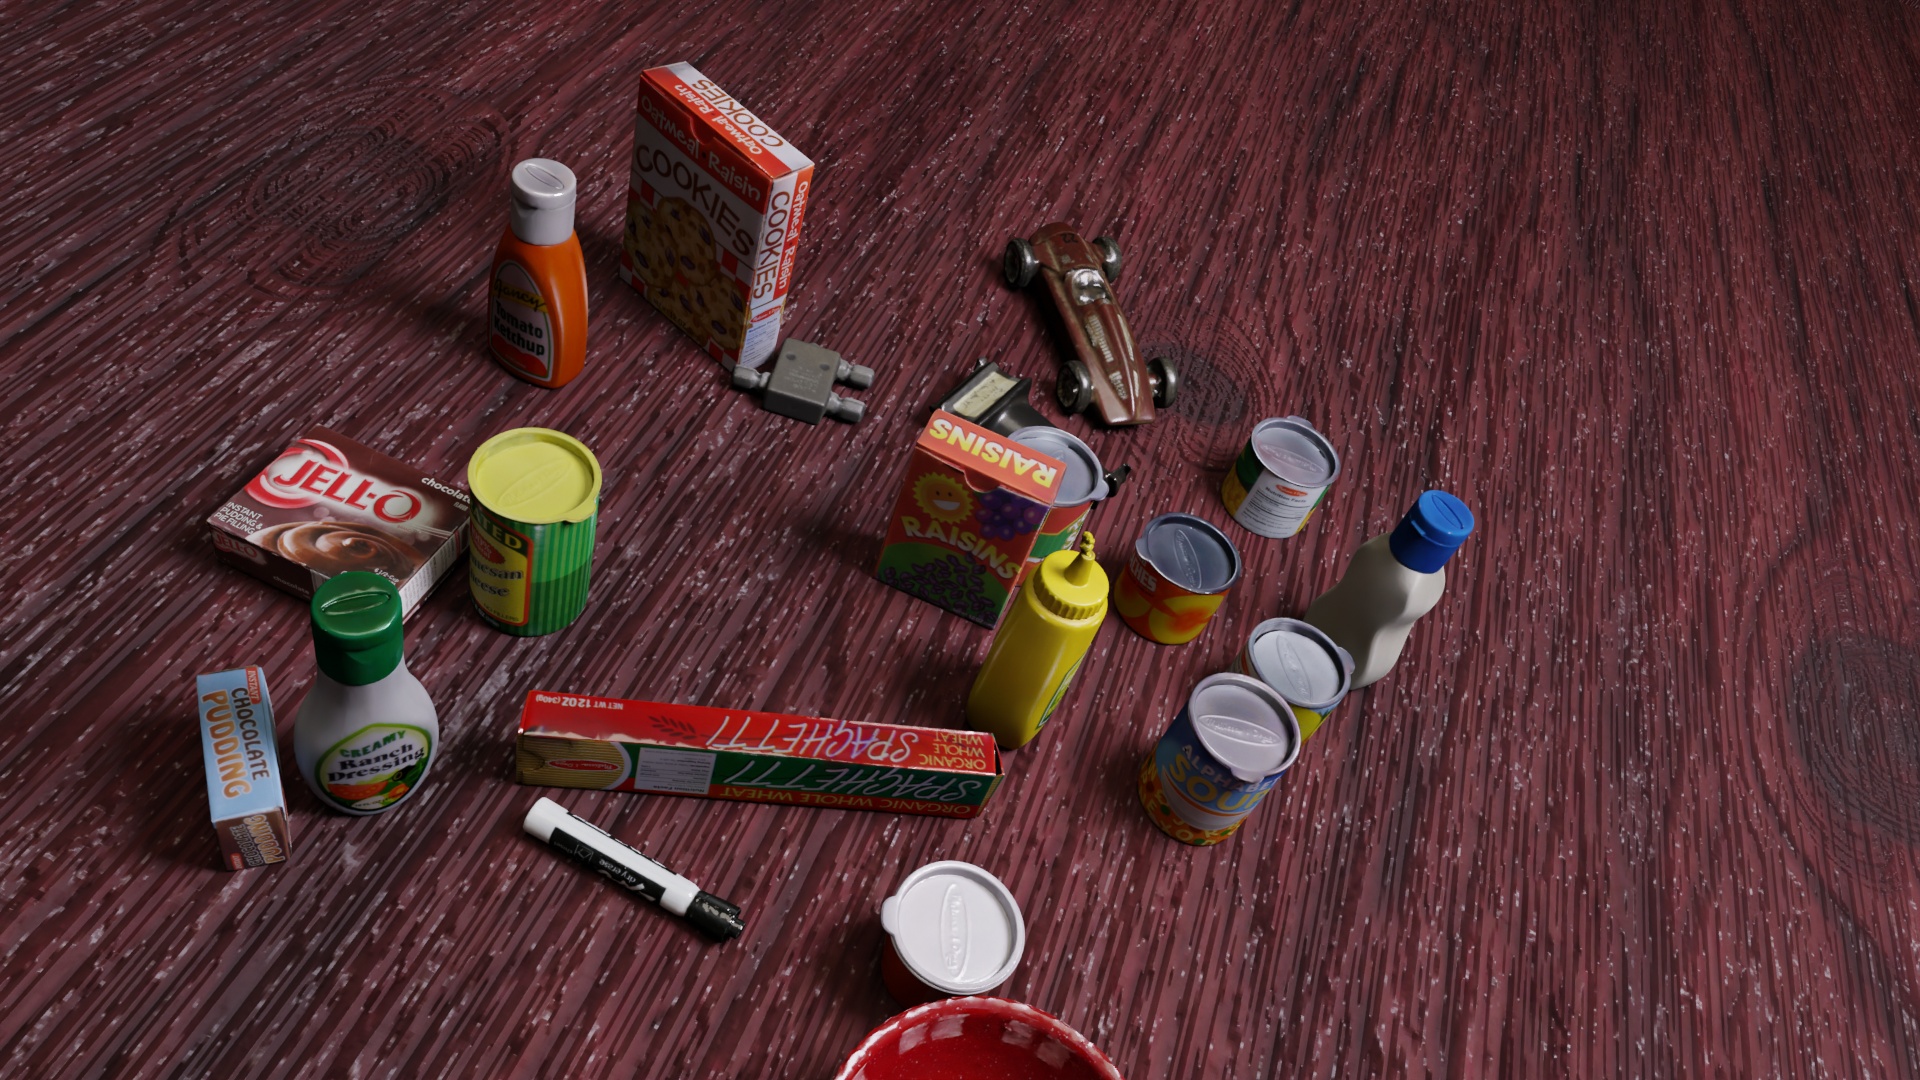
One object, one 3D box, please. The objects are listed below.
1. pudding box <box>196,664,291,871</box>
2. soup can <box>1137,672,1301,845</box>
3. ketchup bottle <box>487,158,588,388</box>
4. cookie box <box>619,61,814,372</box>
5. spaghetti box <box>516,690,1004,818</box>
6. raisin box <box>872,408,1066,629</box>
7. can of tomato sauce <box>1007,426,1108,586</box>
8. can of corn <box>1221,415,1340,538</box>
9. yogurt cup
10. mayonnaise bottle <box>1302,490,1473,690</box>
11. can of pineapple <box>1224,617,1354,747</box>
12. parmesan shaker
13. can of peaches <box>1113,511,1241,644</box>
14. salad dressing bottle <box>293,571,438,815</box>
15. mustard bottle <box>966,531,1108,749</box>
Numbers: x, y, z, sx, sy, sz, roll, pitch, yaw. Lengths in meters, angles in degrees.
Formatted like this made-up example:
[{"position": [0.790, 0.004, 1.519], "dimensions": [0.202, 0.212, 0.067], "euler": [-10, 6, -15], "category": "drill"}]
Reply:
[{"position": [-0.339, 0.107, 0.658], "dimensions": [0.030, 0.049, 0.084], "euler": [-9, 54, -26], "category": "pudding box"}, {"position": [0.145, 0.127, 0.788], "dimensions": [0.071, 0.083, 0.072], "euler": [10, 48, -11], "category": "soup can"}, {"position": [-0.260, -0.165, 0.858], "dimensions": [0.065, 0.148, 0.044], "euler": [31, 47, 9], "category": "ketchup bottle"}, {"position": [-0.166, -0.209, 0.917], "dimensions": [0.123, 0.166, 0.040], "euler": [41, 49, 17], "category": "cookie box"}, {"position": [-0.103, 0.115, 0.734], "dimensions": [0.250, 0.049, 0.029], "euler": [7, 48, -14], "category": "spaghetti box"}, {"position": [0.003, -0.010, 0.832], "dimensions": [0.086, 0.122, 0.040], "euler": [24, 47, 2], "category": "raisin box"}, {"position": [0.048, -0.020, 0.884], "dimensions": [0.071, 0.082, 0.071], "euler": [10, 48, -11], "category": "can of tomato sauce"}, {"position": [0.226, -0.045, 0.986], "dimensions": [0.071, 0.058, 0.071], "euler": [10, 48, -11], "category": "can of corn"}, {"position": [-0.008, 0.201, 0.689], "dimensions": [0.072, 0.053, 0.073], "euler": [10, 48, -11], "category": "yogurt cup"}, {"position": [0.269, 0.030, 0.873], "dimensions": [0.041, 0.147, 0.065], "euler": [-13, 56, -28], "category": "mayonnaise bottle"}, {"position": [0.199, 0.091, 0.856], "dimensions": [0.071, 0.057, 0.071], "euler": [10, 48, -11], "category": "can of pineapple"}, {"position": [-0.231, -0.001, 0.755], "dimensions": [0.071, 0.102, 0.072], "euler": [10, 48, -11], "category": "parmesan shaker"}, {"position": [0.136, 0.025, 0.893], "dimensions": [0.071, 0.057, 0.071], "euler": [10, 48, -11], "category": "can of peaches"}, {"position": [-0.277, 0.073, 0.644], "dimensions": [0.064, 0.146, 0.044], "euler": [-13, 56, -29], "category": "salad dressing bottle"}, {"position": [0.047, 0.052, 0.768], "dimensions": [0.049, 0.159, 0.066], "euler": [30, 47, 7], "category": "mustard bottle"}]
